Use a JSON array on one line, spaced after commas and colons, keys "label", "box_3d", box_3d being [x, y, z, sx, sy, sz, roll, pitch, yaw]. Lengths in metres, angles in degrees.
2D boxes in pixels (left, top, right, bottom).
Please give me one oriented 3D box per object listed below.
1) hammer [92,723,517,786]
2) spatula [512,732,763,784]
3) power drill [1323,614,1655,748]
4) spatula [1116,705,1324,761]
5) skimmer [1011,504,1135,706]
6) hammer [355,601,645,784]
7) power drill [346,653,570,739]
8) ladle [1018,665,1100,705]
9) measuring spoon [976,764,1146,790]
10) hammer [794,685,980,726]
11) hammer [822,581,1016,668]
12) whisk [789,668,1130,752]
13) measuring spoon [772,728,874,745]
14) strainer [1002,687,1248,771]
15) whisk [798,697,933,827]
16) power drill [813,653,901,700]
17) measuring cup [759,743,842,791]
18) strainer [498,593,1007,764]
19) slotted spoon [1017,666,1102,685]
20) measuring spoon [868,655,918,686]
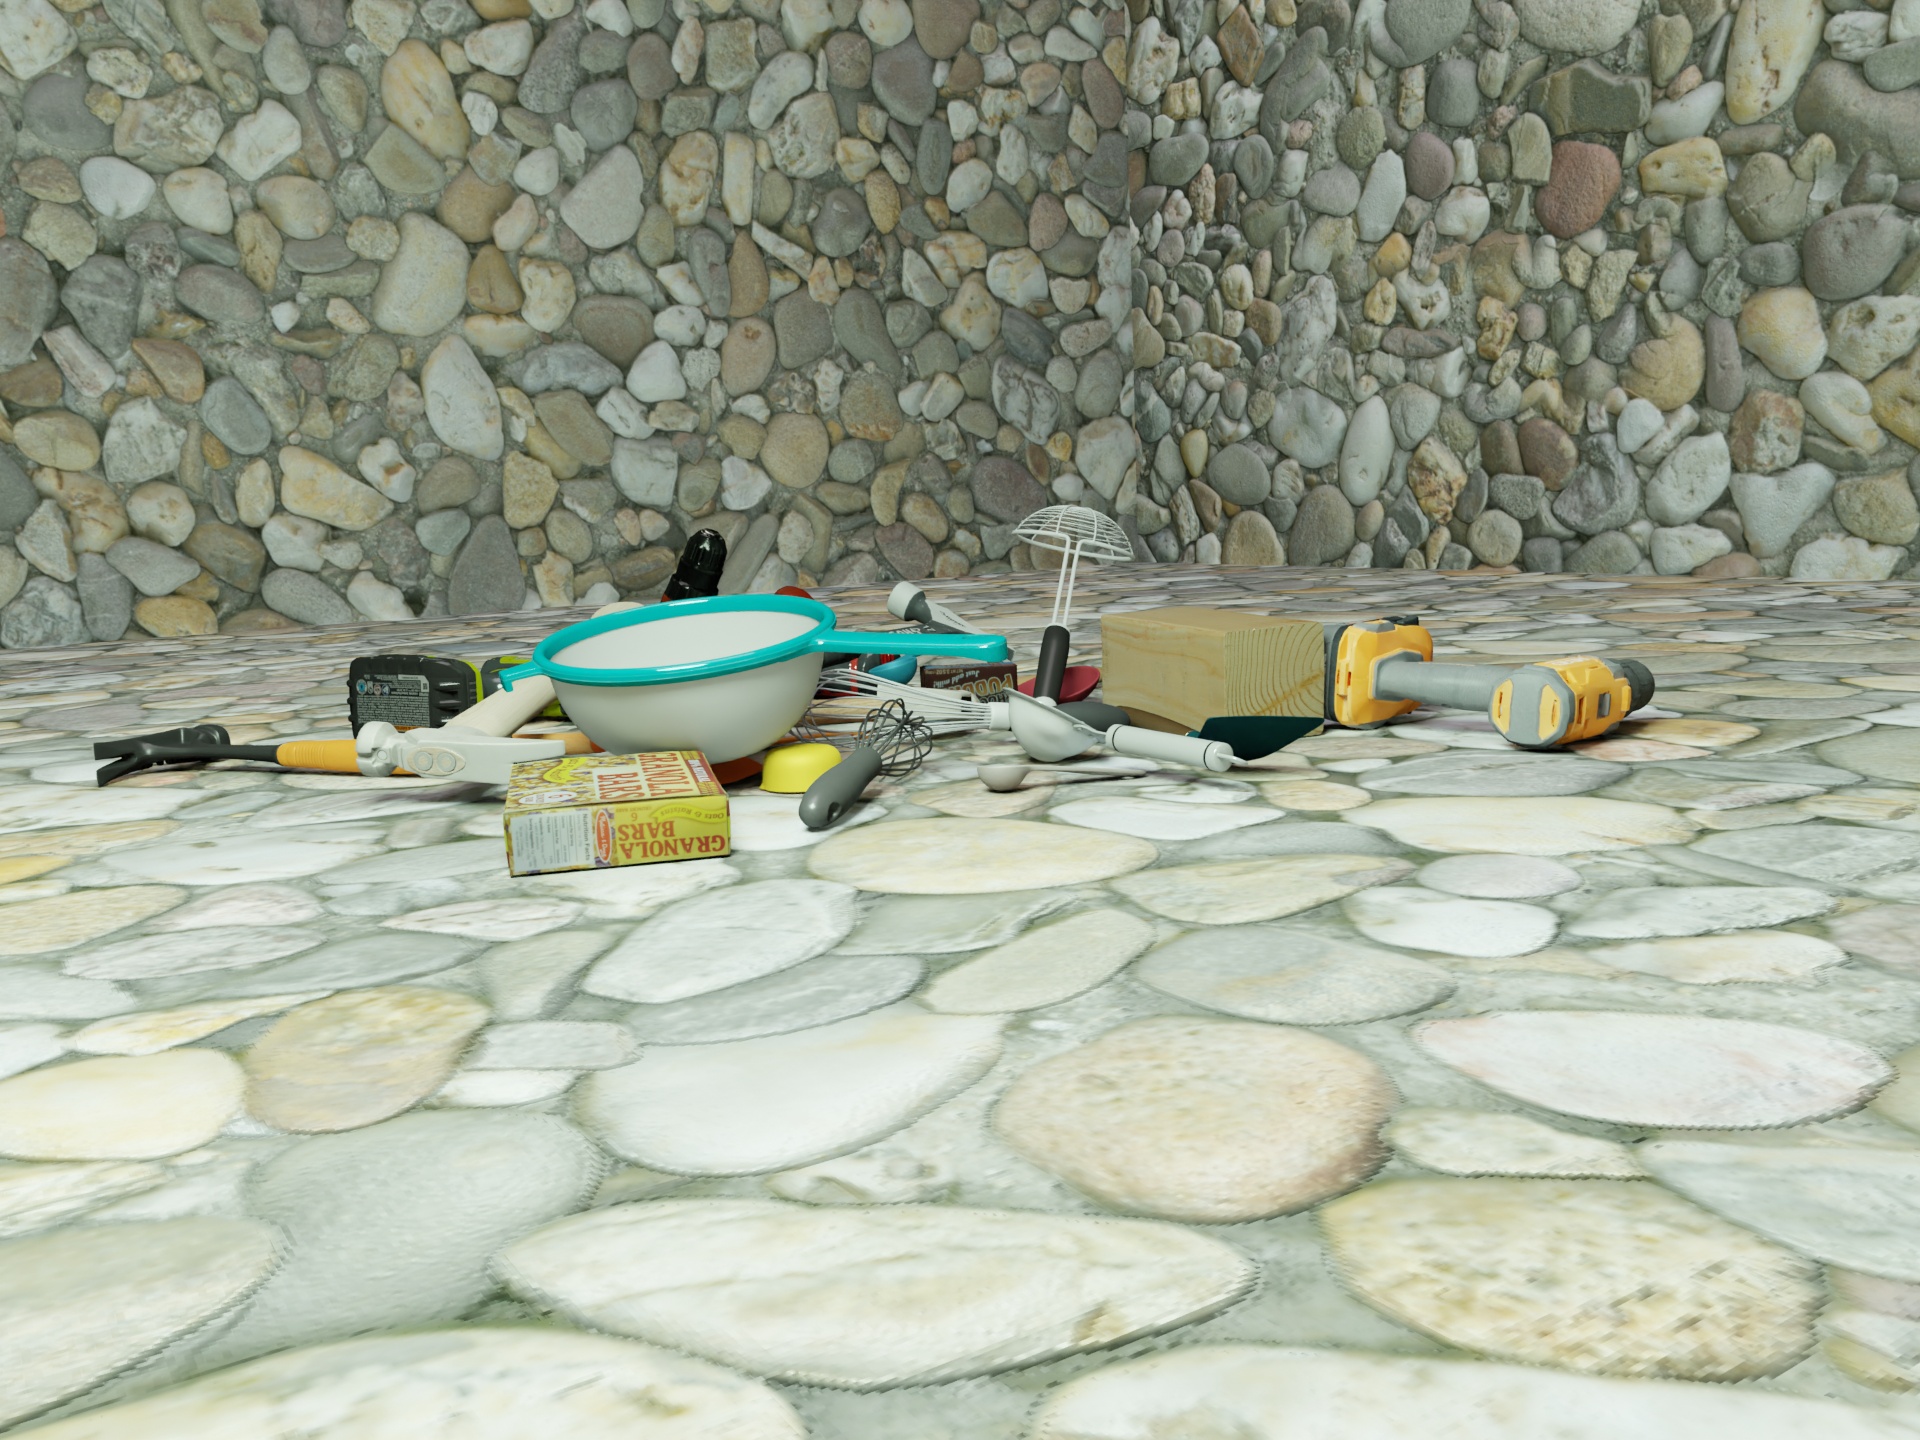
[{"label": "hammer", "box_3d": [-0.502, 0.027, 1.240, 0.337, 0.034, 0.127, 0, 8, 17]}, {"label": "spatula", "box_3d": [-0.295, 0.027, 1.228, 0.323, 0.041, 0.081, -1, 9, 35]}, {"label": "power drill", "box_3d": [0.407, -0.031, 1.236, 0.185, 0.084, 0.226, -9, 15, -43]}, {"label": "spatula", "box_3d": [0.169, 0.001, 1.195, 0.082, 0.044, 0.317, 0, 6, -13]}, {"label": "skimmer", "box_3d": [0.095, -0.098, 1.510, 0.127, 0.090, 0.364, 12, 40, 1]}, {"label": "hammer", "box_3d": [-0.315, -0.032, 1.270, 0.146, 0.038, 0.411, 4, 18, 7]}, {"label": "power drill", "box_3d": [-0.419, -0.025, 1.436, 0.171, 0.080, 0.223, 2, 6, 29]}, {"label": "ladle", "box_3d": [-0.027, -0.016, 1.424, 0.315, 0.031, 0.069, -6, 20, -12]}, {"label": "measuring spoon", "box_3d": [0.070, 0.040, 1.077, 0.124, 0.018, 0.034, 2, -1, -20]}, {"label": "hammer", "box_3d": [-0.156, -0.005, 1.328, 0.331, 0.031, 0.130, -3, -3, 11]}, {"label": "hammer", "box_3d": [-0.088, -0.064, 1.408, 0.149, 0.036, 0.409, 30, 20, 19]}, {"label": "whisk", "box_3d": [-0.002, -0.005, 1.231, 0.284, 0.070, 0.070, 2, 7, -16]}, {"label": "measuring spoon", "box_3d": [-0.127, 0.018, 1.288, 0.117, 0.011, 0.021, -7, -2, -6]}, {"label": "strainer", "box_3d": [0.104, 0.013, 1.111, 0.086, 0.050, 0.259, 30, -11, -35]}, {"label": "whisk", "box_3d": [-0.065, 0.031, 1.065, 0.055, 0.055, 0.239, 0, 13, 13]}, {"label": "power drill", "box_3d": [-0.190, -0.044, 1.506, 0.188, 0.080, 0.226, 5, 8, 42]}, {"label": "measuring cup", "box_3d": [-0.120, 0.024, 1.157, 0.062, 0.029, 0.156, -4, 10, -11]}, {"label": "strainer", "box_3d": [-0.128, -0.019, 1.100, 0.340, 0.095, 0.211, 2, 18, 20]}, {"label": "slotted spoon", "box_3d": [0.116, -0.042, 1.566, 0.313, 0.031, 0.070, -9, 10, -29]}, {"label": "measuring spoon", "box_3d": [-0.038, -0.047, 1.368, 0.042, 0.021, 0.128, -12, 8, 24]}]
